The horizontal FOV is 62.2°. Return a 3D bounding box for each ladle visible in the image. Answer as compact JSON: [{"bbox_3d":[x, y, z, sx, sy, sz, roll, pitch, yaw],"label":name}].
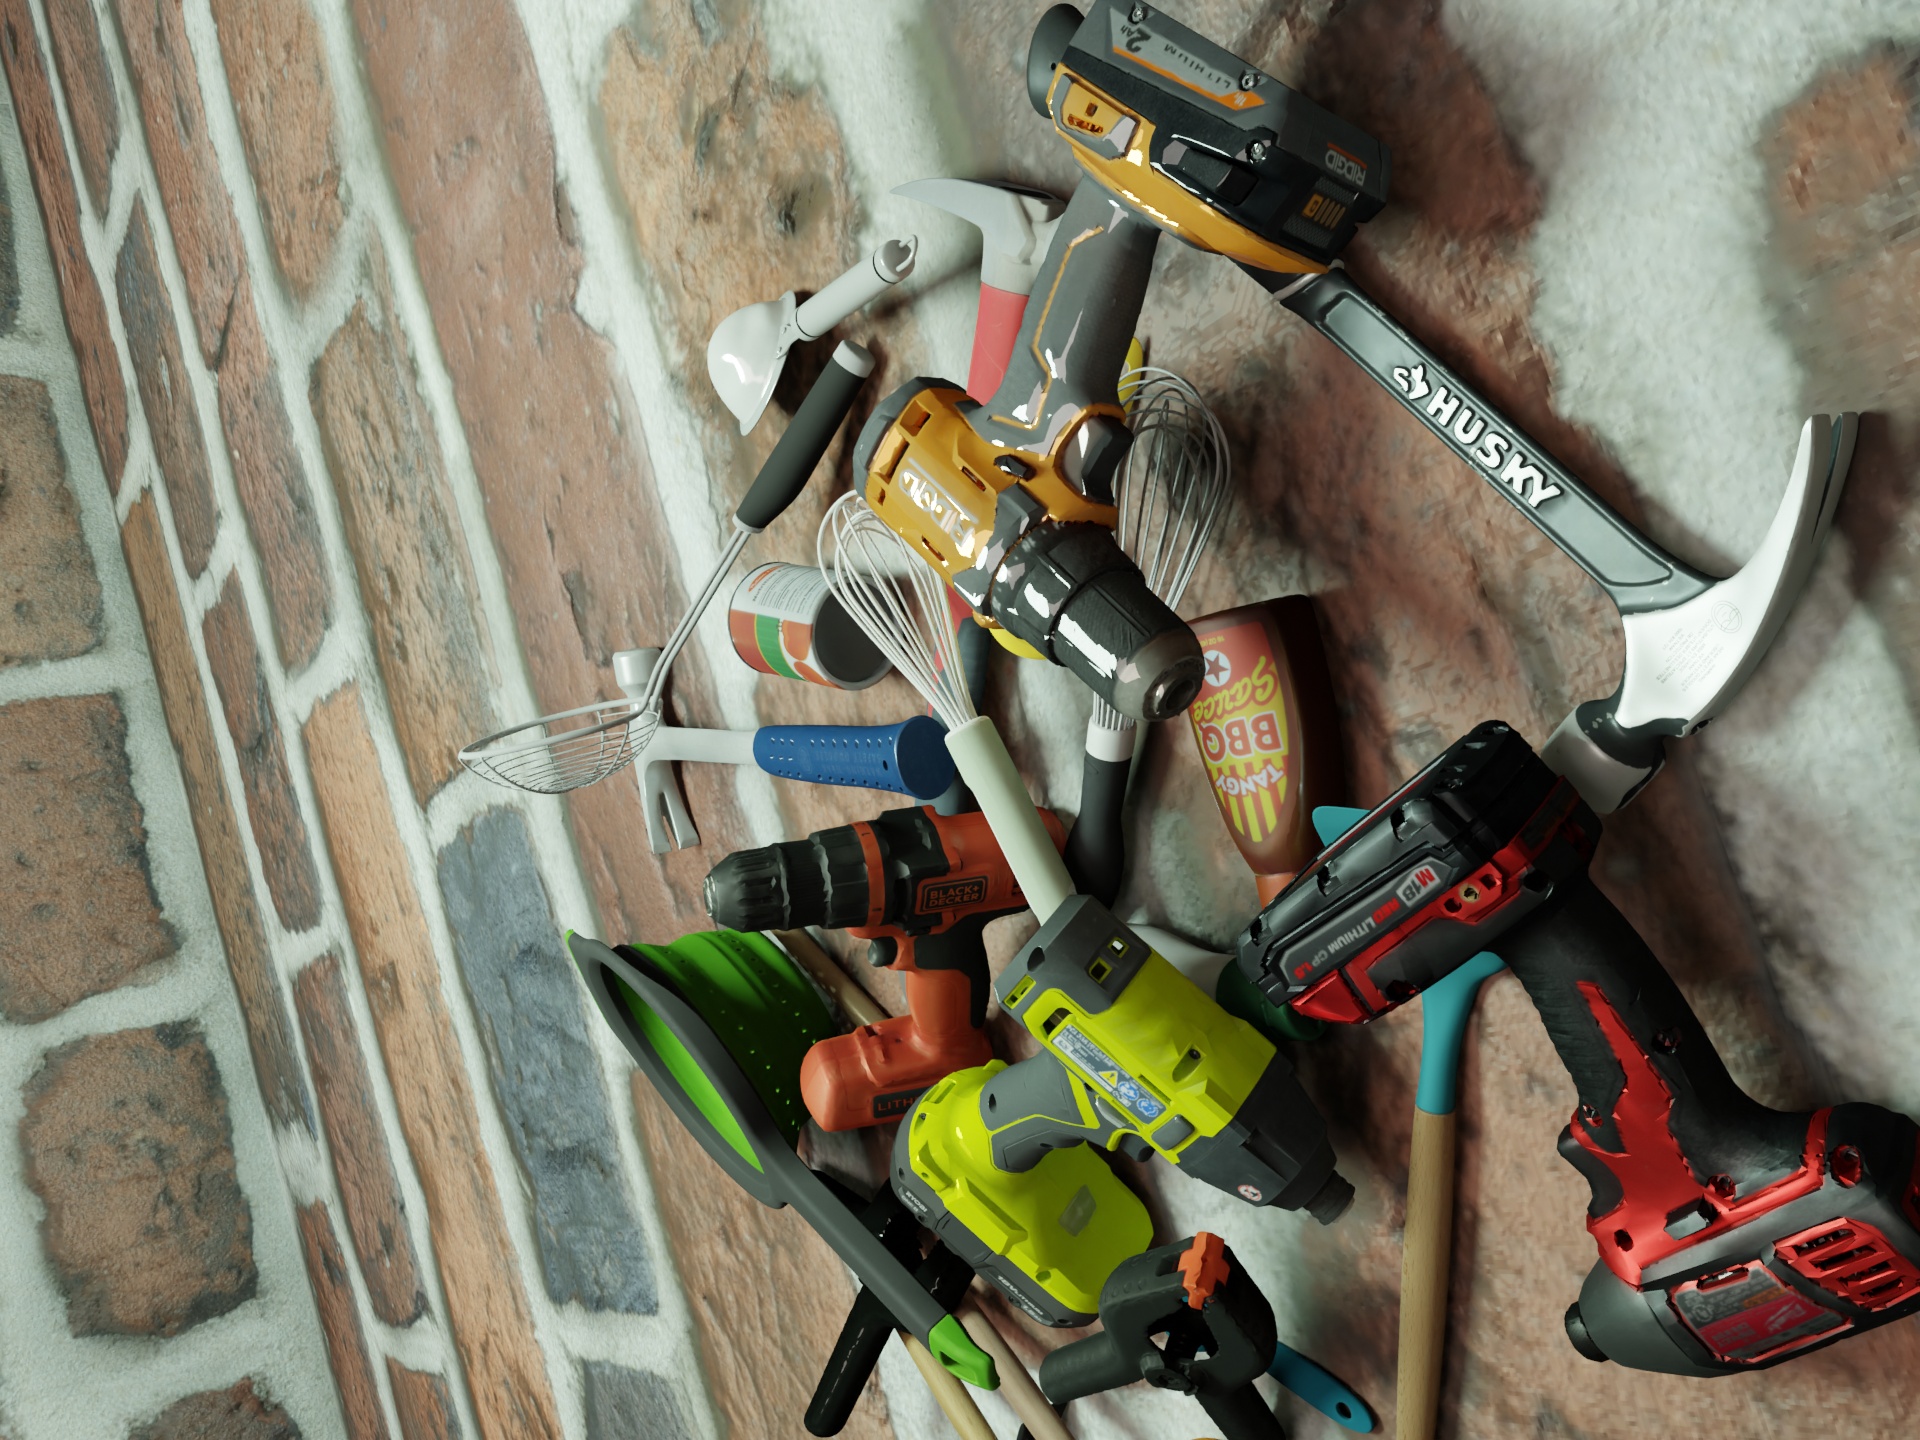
[{"bbox_3d":[0.016,0.406,0.884,0.316,0.031,0.069,-146,52,-59],"label":"ladle"}]

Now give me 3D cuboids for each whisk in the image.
[{"bbox_3d":[-0.001,-0.002,0.769,0.059,0.058,0.246,-29,82,19],"label":"whisk"},{"bbox_3d":[0.072,-0.022,0.727,0.070,0.070,0.284,35,131,41],"label":"whisk"}]

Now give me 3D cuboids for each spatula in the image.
[{"bbox_3d":[0.185,0.183,0.645,0.082,0.044,0.317,10,109,37],"label":"spatula"}]

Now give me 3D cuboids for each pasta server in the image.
[{"bbox_3d":[0.042,0.371,0.822,0.316,0.040,0.060,31,107,63],"label":"pasta server"}]

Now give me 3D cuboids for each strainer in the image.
[{"bbox_3d":[-0.086,-0.213,0.852,0.258,0.050,0.087,-9,66,59],"label":"strainer"}]

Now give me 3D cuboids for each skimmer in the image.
[{"bbox_3d":[-0.176,-0.088,0.941,0.090,0.127,0.363,41,115,8],"label":"skimmer"}]

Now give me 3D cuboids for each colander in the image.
[{"bbox_3d":[-0.088,0.233,0.950,0.397,0.094,0.204,34,149,38],"label":"colander"}]

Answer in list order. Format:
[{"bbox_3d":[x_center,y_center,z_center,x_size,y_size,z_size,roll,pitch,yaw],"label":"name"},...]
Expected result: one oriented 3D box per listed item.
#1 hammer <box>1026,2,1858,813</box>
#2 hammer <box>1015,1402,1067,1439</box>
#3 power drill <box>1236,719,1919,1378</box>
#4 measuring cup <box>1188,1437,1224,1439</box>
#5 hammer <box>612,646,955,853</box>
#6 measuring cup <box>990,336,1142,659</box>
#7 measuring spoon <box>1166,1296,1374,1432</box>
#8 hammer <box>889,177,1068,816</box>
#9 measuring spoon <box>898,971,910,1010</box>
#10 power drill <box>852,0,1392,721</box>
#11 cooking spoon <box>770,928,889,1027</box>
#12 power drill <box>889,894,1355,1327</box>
[{"bbox_3d":[0.147,-0.160,0.605,0.409,0.036,0.149,53,135,29],"label":"hammer"},{"bbox_3d":[0.142,0.486,0.794,0.337,0.034,0.127,26,120,46],"label":"hammer"},{"bbox_3d":[0.207,0.122,0.540,0.220,0.078,0.143,48,132,9],"label":"power drill"},{"bbox_3d":[0.151,0.401,0.744,0.174,0.052,0.095,6,104,49],"label":"measuring cup"},{"bbox_3d":[-0.121,0.023,0.962,0.406,0.035,0.144,1,101,59],"label":"hammer"},{"bbox_3d":[0.053,-0.099,0.729,0.029,0.062,0.156,-93,21,-66],"label":"measuring cup"},{"bbox_3d":[0.138,0.304,0.755,0.129,0.021,0.042,19,114,49],"label":"measuring spoon"},{"bbox_3d":[-0.004,-0.075,0.820,0.143,0.038,0.386,34,125,44],"label":"hammer"},{"bbox_3d":[-0.030,0.117,0.930,0.034,0.018,0.124,11,115,50],"label":"measuring spoon"},{"bbox_3d":[0.064,-0.128,0.594,0.186,0.084,0.226,48,119,34],"label":"power drill"},{"bbox_3d":[-0.030,0.203,0.945,0.319,0.017,0.068,38,111,40],"label":"cooking spoon"},{"bbox_3d":[0.066,0.194,0.733,0.171,0.080,0.223,41,140,7],"label":"power drill"}]
